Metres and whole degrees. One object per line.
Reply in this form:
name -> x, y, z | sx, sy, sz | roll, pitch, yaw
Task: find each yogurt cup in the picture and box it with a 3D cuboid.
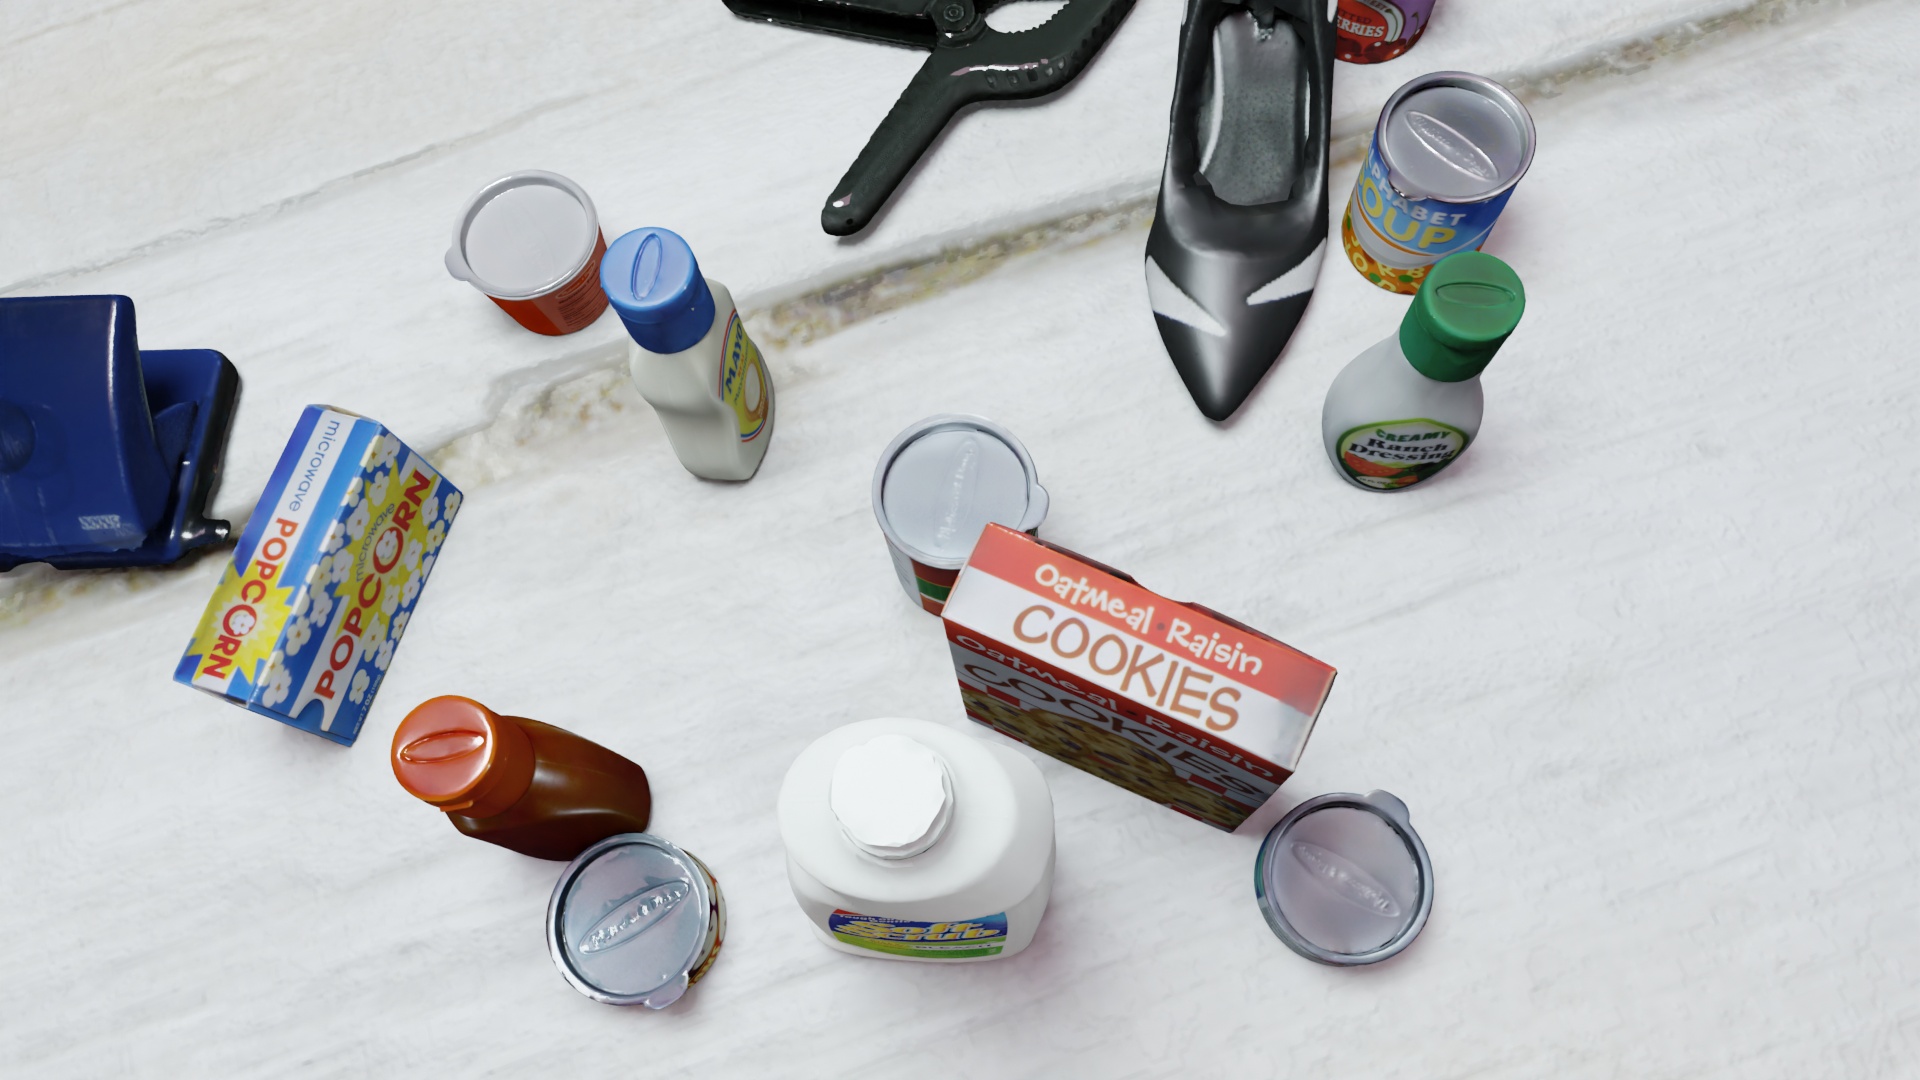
yogurt cup -> -0.198, -0.133, 0.659 | 0.072, 0.053, 0.072 | -1, 71, 3

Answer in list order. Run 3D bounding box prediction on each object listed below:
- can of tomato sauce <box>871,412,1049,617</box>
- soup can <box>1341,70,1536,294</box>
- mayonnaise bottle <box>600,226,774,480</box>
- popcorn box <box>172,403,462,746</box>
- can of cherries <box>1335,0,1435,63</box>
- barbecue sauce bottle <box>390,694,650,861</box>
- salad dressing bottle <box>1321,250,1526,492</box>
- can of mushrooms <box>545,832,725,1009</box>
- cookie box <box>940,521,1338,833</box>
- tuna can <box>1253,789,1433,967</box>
can of tomato sauce -> 0.002, -0.007, 0.588 | 0.071, 0.083, 0.071 | -1, 71, 3
soup can -> 0.211, -0.158, 0.628 | 0.071, 0.083, 0.071 | -1, 71, 3
mayonnaise bottle -> -0.112, -0.078, 0.585 | 0.041, 0.147, 0.065 | 6, 72, 5
popcorn box -> -0.269, 0.016, 0.594 | 0.038, 0.085, 0.127 | 15, 72, 8
can of cherries -> 0.203, -0.278, 0.685 | 0.071, 0.058, 0.071 | -1, 71, 3
barbecue sauce bottle -> -0.167, 0.092, 0.528 | 0.065, 0.148, 0.044 | -10, 71, 0
salad dressing bottle -> 0.187, -0.065, 0.564 | 0.064, 0.147, 0.044 | 5, 72, 5
can of mushrooms -> -0.130, 0.156, 0.564 | 0.071, 0.033, 0.071 | -1, 71, 3
cookie box -> 0.061, 0.057, 0.517 | 0.123, 0.167, 0.040 | 23, 74, 11
tuna can -> 0.153, 0.134, 0.556 | 0.071, 0.032, 0.071 | -1, 71, 3
